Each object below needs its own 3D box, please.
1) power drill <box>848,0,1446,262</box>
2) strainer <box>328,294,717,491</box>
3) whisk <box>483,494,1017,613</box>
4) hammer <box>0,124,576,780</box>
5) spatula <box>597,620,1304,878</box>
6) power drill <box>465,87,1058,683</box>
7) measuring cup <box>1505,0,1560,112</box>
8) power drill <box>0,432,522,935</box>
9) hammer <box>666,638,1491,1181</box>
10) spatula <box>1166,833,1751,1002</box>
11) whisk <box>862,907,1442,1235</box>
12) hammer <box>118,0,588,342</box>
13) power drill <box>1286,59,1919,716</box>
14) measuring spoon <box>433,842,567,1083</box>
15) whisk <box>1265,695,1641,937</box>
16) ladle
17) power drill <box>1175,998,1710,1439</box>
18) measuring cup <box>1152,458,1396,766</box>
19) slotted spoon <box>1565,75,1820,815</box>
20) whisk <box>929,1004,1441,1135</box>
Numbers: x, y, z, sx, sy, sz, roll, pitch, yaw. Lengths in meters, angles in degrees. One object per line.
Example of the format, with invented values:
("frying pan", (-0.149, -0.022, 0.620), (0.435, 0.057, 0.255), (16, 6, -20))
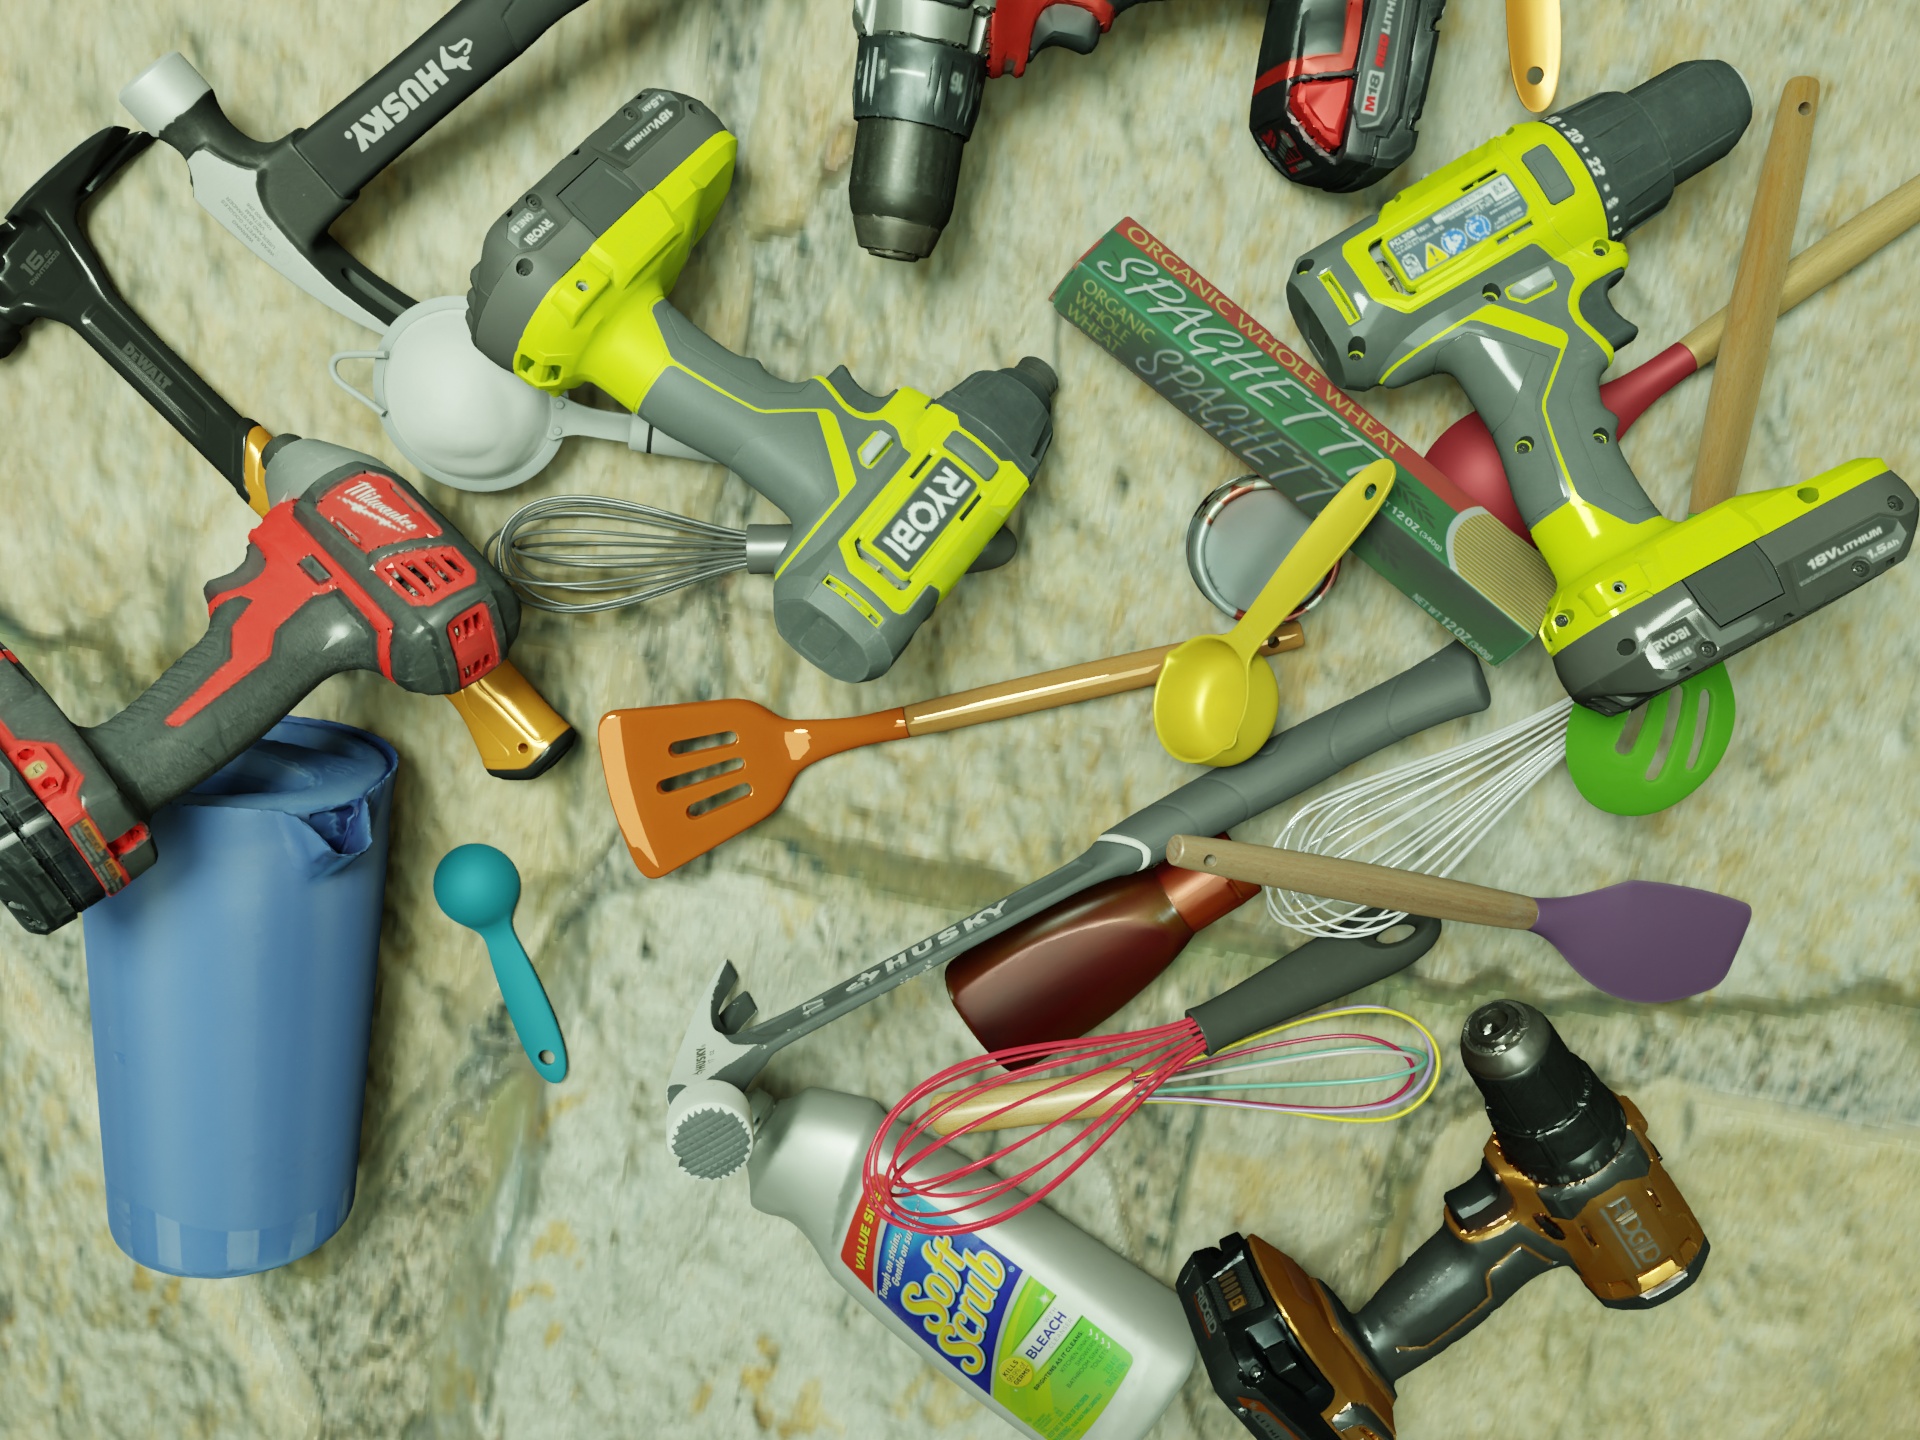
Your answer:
("power drill", (0.066, -0.266, 0.635), (0.226, 0.080, 0.188), (8, 102, -7))
("strainer", (-0.147, -0.129, 0.696), (0.258, 0.050, 0.086), (7, 117, -10))
("whisk", (-0.094, -0.076, 0.716), (0.239, 0.055, 0.055), (-1, 102, -1))
("hammer", (-0.300, -0.106, 0.725), (0.127, 0.034, 0.337), (-42, 97, 11))
("spatula", (-0.001, -0.002, 0.729), (0.322, 0.041, 0.081), (-13, 100, 4))
("power drill", (-0.074, -0.146, 0.664), (0.223, 0.080, 0.171), (39, 65, -6))
("measuring cup", (0.221, -0.334, 0.644), (0.095, 0.052, 0.173), (-8, 103, 4))
("power drill", (-0.304, -0.031, 0.634), (0.220, 0.078, 0.143), (-37, 68, -27))
("hammer", (0.054, 0.068, 0.713), (0.409, 0.149, 0.036), (-27, 106, -2))
("spatula", (0.226, 0.083, 0.693), (0.315, 0.018, 0.059), (12, 103, -23))
("whisk", (0.092, 0.152, 0.726), (0.296, 0.073, 0.073), (-25, 100, -9))
("hammer", (-0.166, -0.281, 0.627), (0.335, 0.035, 0.146), (-29, 120, 21))
("power drill", (0.265, -0.136, 0.630), (0.190, 0.080, 0.229), (-29, 78, 7))
("measuring spoon", (-0.222, 0.122, 0.774), (0.042, 0.021, 0.128), (-19, 99, 7))
("whisk", (0.259, 0.010, 0.712), (0.284, 0.070, 0.070), (-34, 99, 4))
("ladle", (0.336, -0.171, 0.686), (0.315, 0.031, 0.069), (-35, 99, 7))
("power drill", (0.213, 0.239, 0.732), (0.226, 0.084, 0.185), (-34, 117, 7))
("measuring cup", (0.139, -0.044, 0.674), (0.029, 0.062, 0.156), (15, 122, -38))
("slotted spoon", (0.317, -0.111, 0.667), (0.070, 0.031, 0.314), (11, 94, -3))
("whisk", (0.106, 0.178, 0.762), (0.245, 0.051, 0.047), (-9, 107, 8))
